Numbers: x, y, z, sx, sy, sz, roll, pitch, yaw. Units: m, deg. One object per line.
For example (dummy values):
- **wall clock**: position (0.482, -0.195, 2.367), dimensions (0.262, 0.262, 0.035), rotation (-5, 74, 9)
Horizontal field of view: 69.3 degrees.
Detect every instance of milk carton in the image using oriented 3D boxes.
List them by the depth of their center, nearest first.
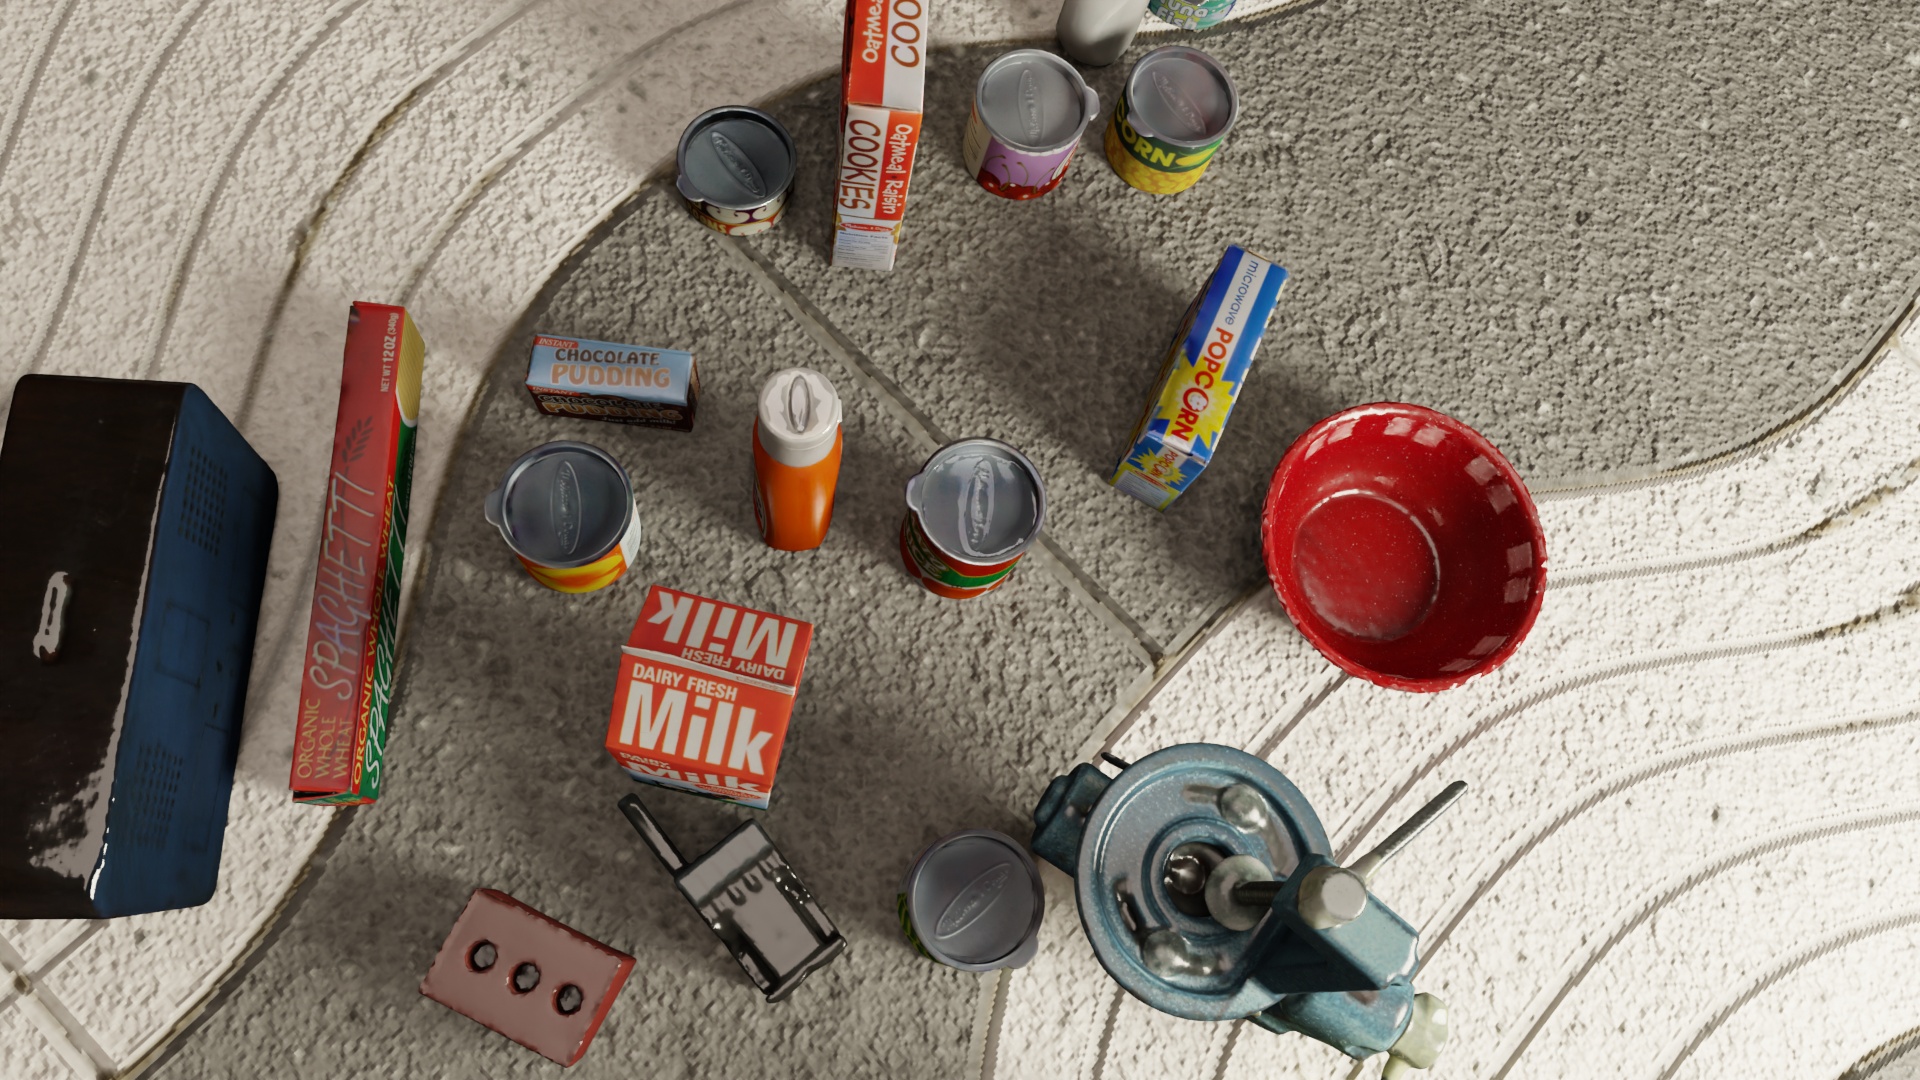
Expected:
- **milk carton**: position (-0.111, 0.073, 0.626), dimensions (0.072, 0.190, 0.073), rotation (14, 73, -4)

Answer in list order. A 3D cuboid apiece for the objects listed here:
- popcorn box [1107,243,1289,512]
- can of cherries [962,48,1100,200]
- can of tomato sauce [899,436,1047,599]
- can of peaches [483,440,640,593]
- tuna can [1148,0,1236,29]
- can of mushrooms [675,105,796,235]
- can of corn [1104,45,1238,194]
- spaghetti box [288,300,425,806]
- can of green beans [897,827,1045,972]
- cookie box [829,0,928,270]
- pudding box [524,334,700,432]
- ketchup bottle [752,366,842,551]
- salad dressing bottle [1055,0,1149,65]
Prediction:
- **popcorn box**: position (0.130, -0.088, 0.762), dimensions (0.038, 0.085, 0.127), rotation (26, 72, -1)
- **can of cherries**: position (0.040, -0.239, 0.806), dimensions (0.071, 0.058, 0.071), rotation (2, 74, -8)
- **can of tomato sauce**: position (0.003, -0.009, 0.722), dimensions (0.071, 0.083, 0.071), rotation (2, 74, -8)
- **can of peaches**: position (-0.200, -0.011, 0.706), dimensions (0.071, 0.058, 0.071), rotation (2, 74, -8)
- **tuna can**: position (0.146, -0.354, 0.868), dimensions (0.071, 0.032, 0.071), rotation (2, 74, -8)
- **can of mushrooms**: position (-0.128, -0.208, 0.786), dimensions (0.071, 0.033, 0.071), rotation (2, 74, -8)
- **can of corn**: position (0.121, -0.245, 0.820), dimensions (0.071, 0.058, 0.071), rotation (2, 74, -8)
- **spaghetti box**: position (-0.298, 0.006, 0.691), dimensions (0.029, 0.050, 0.250), rotation (2, 74, -8)
- **can of green beans**: position (0.004, 0.177, 0.683), dimensions (0.071, 0.057, 0.071), rotation (2, 74, -8)
- **cookie box**: position (-0.045, -0.237, 0.736), dimensions (0.040, 0.167, 0.123), rotation (4, 74, -7)
- **pudding box**: position (-0.182, -0.083, 0.734), dimensions (0.084, 0.049, 0.030), rotation (7, 74, -6)
- **ketchup bottle**: position (-0.081, -0.042, 0.685), dimensions (0.043, 0.148, 0.065), rotation (-1, 75, -9)
- **salad dressing bottle**: position (0.092, -0.332, 0.794), dimensions (0.044, 0.147, 0.064), rotation (43, 73, 5)
